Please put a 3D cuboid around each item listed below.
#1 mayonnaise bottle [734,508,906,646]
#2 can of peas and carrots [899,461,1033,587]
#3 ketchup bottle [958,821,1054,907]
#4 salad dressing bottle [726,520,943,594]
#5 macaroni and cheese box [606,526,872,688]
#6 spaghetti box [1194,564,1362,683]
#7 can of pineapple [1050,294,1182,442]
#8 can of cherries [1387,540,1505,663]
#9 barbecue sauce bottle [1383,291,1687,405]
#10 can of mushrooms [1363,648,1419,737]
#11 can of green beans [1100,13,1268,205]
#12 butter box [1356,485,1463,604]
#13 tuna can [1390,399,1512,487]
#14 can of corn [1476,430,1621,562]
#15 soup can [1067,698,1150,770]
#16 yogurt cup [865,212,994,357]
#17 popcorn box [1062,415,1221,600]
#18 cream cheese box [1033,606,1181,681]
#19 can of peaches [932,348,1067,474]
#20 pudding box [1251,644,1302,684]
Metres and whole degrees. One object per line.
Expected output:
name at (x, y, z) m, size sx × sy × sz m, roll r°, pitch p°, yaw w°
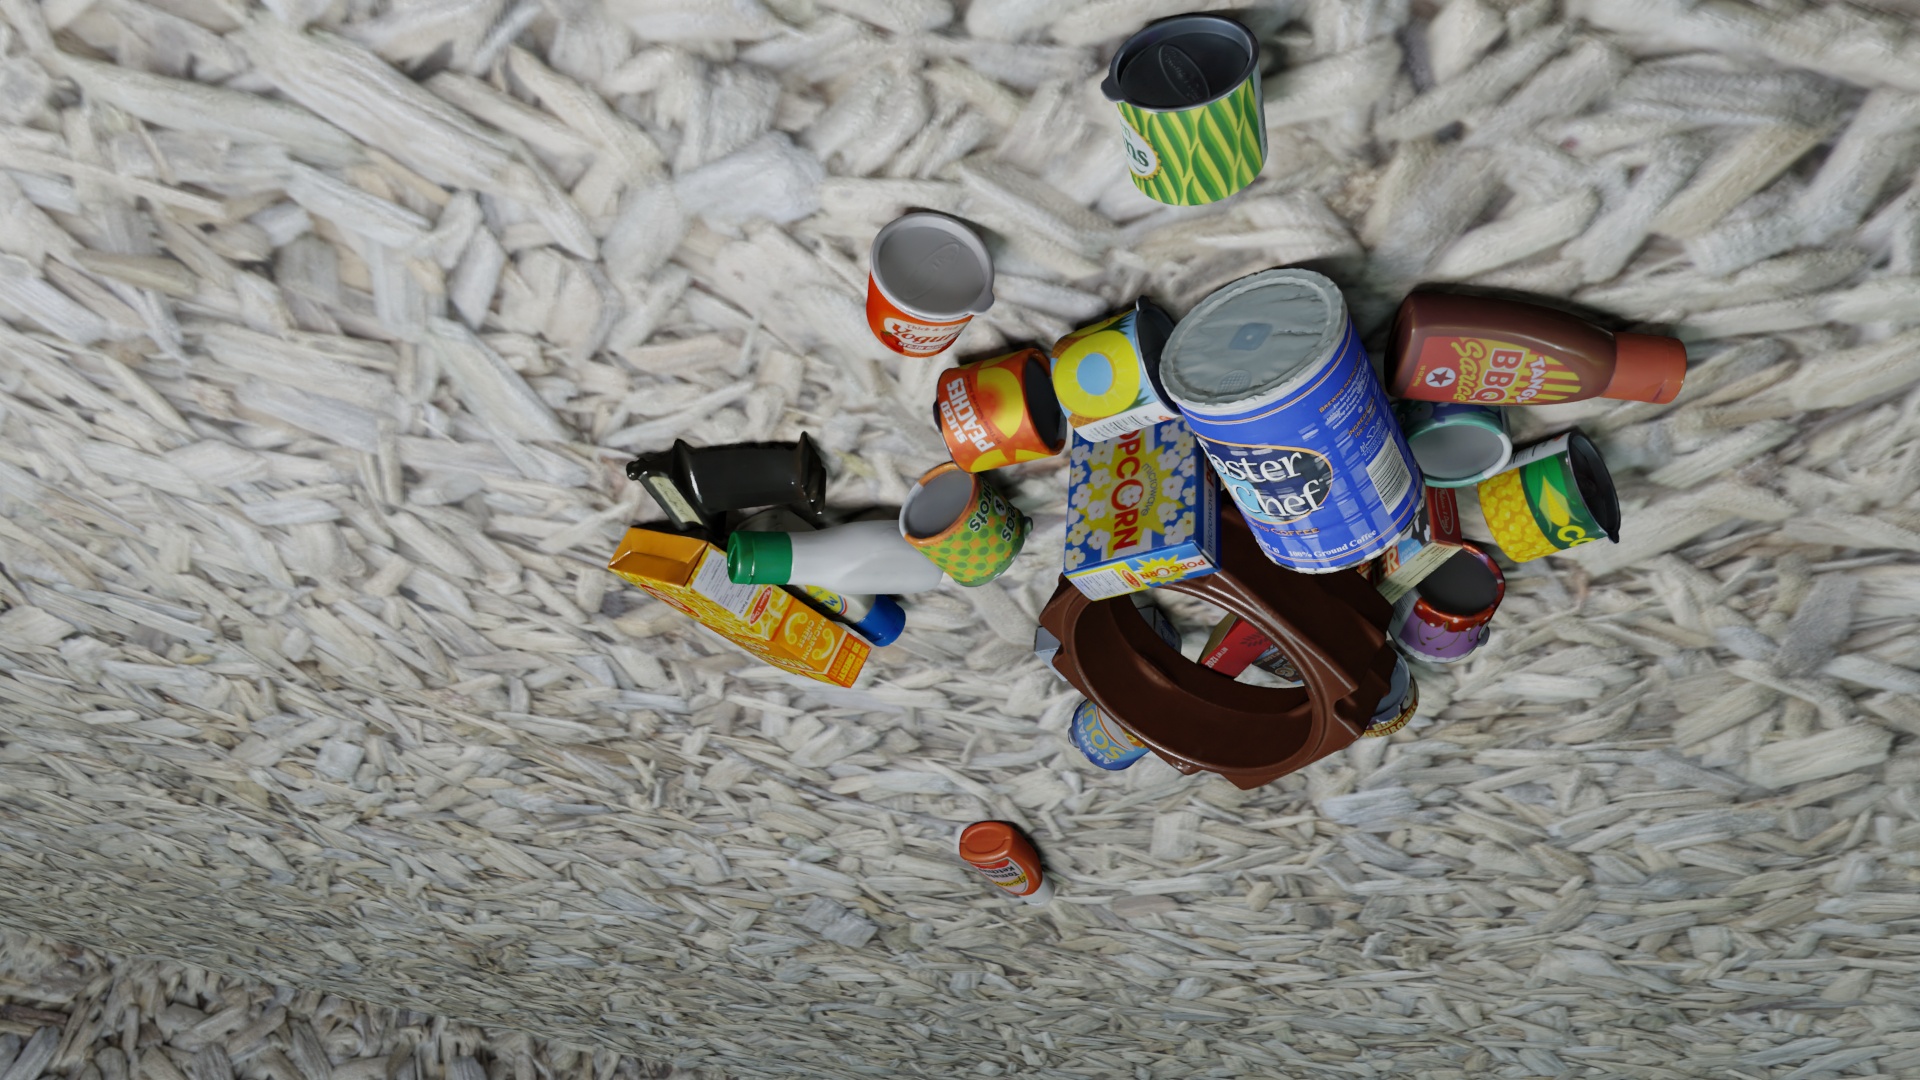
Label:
mayonnaise bottle at (-0.101, 0.031, 1.038) m, size 0.064 × 0.041 × 0.148 m, roll -16°, pitch 139°, yaw 38°
can of peas and carrots at (0.003, -0.012, 0.932) m, size 0.071 × 0.071 × 0.058 m, roll -18°, pitch 137°, yaw 34°
ketchup bottle at (0.056, 0.345, 1.469) m, size 0.064 × 0.044 × 0.148 m, roll -10°, pitch 143°, yaw 25°
salad dressing bottle at (-0.086, 0.012, 0.967) m, size 0.148 × 0.044 × 0.064 m, roll 1°, pitch 147°, yaw -23°
macaroni and cheese box at (-0.166, 0.051, 1.043) m, size 0.166 × 0.040 × 0.123 m, roll 37°, pitch 162°, yaw -36°
spaghetti box at (0.233, 0.028, 0.951) m, size 0.029 × 0.050 × 0.248 m, roll 34°, pitch 144°, yaw 2°
can of pineapple at (0.092, -0.096, 0.790) m, size 0.057 × 0.071 × 0.071 m, roll -17°, pitch 139°, yaw 33°
can of cherries at (0.329, 0.041, 0.939) m, size 0.071 × 0.072 × 0.058 m, roll 5°, pitch 145°, yaw 5°
barbecue sauce bottle at (0.312, -0.100, 0.755) m, size 0.148 × 0.044 × 0.064 m, roll 6°, pitch 145°, yaw 3°
can of mushrooms at (0.311, 0.115, 1.049) m, size 0.071 × 0.071 × 0.033 m, roll -11°, pitch 143°, yaw 26°
can of green beans at (0.105, -0.196, 0.636) m, size 0.071 × 0.071 × 0.057 m, roll -3°, pitch 145°, yaw 16°
butter box at (0.286, 0.006, 0.908) m, size 0.024 × 0.053 × 0.103 m, roll 14°, pitch 147°, yaw -13°
tuna can at (0.289, -0.063, 0.824) m, size 0.071 × 0.033 × 0.070 m, roll 5°, pitch 146°, yaw 4°
can of corn at (0.354, -0.023, 0.835) m, size 0.058 × 0.071 × 0.071 m, roll -24°, pitch 135°, yaw 40°
soup can at (0.136, 0.142, 1.128) m, size 0.071 × 0.072 × 0.083 m, roll 19°, pitch 144°, yaw -15°
yogurt cup at (-0.020, -0.136, 0.757) m, size 0.072 × 0.073 × 0.053 m, roll 14°, pitch 154°, yaw -9°
popcorn box at (0.109, -0.033, 0.823) m, size 0.085 × 0.127 × 0.038 m, roll -16°, pitch 142°, yaw 32°
cream cheese box at (0.115, 0.081, 1.083) m, size 0.103 × 0.024 × 0.053 m, roll -13°, pitch 142°, yaw 28°
can of peaches at (0.024, -0.077, 0.828) m, size 0.058 × 0.071 × 0.071 m, roll -11°, pitch 142°, yaw 25°
pudding box at (0.262, 0.074, 1.035) m, size 0.049 × 0.030 × 0.083 m, roll 25°, pitch 143°, yaw -24°
